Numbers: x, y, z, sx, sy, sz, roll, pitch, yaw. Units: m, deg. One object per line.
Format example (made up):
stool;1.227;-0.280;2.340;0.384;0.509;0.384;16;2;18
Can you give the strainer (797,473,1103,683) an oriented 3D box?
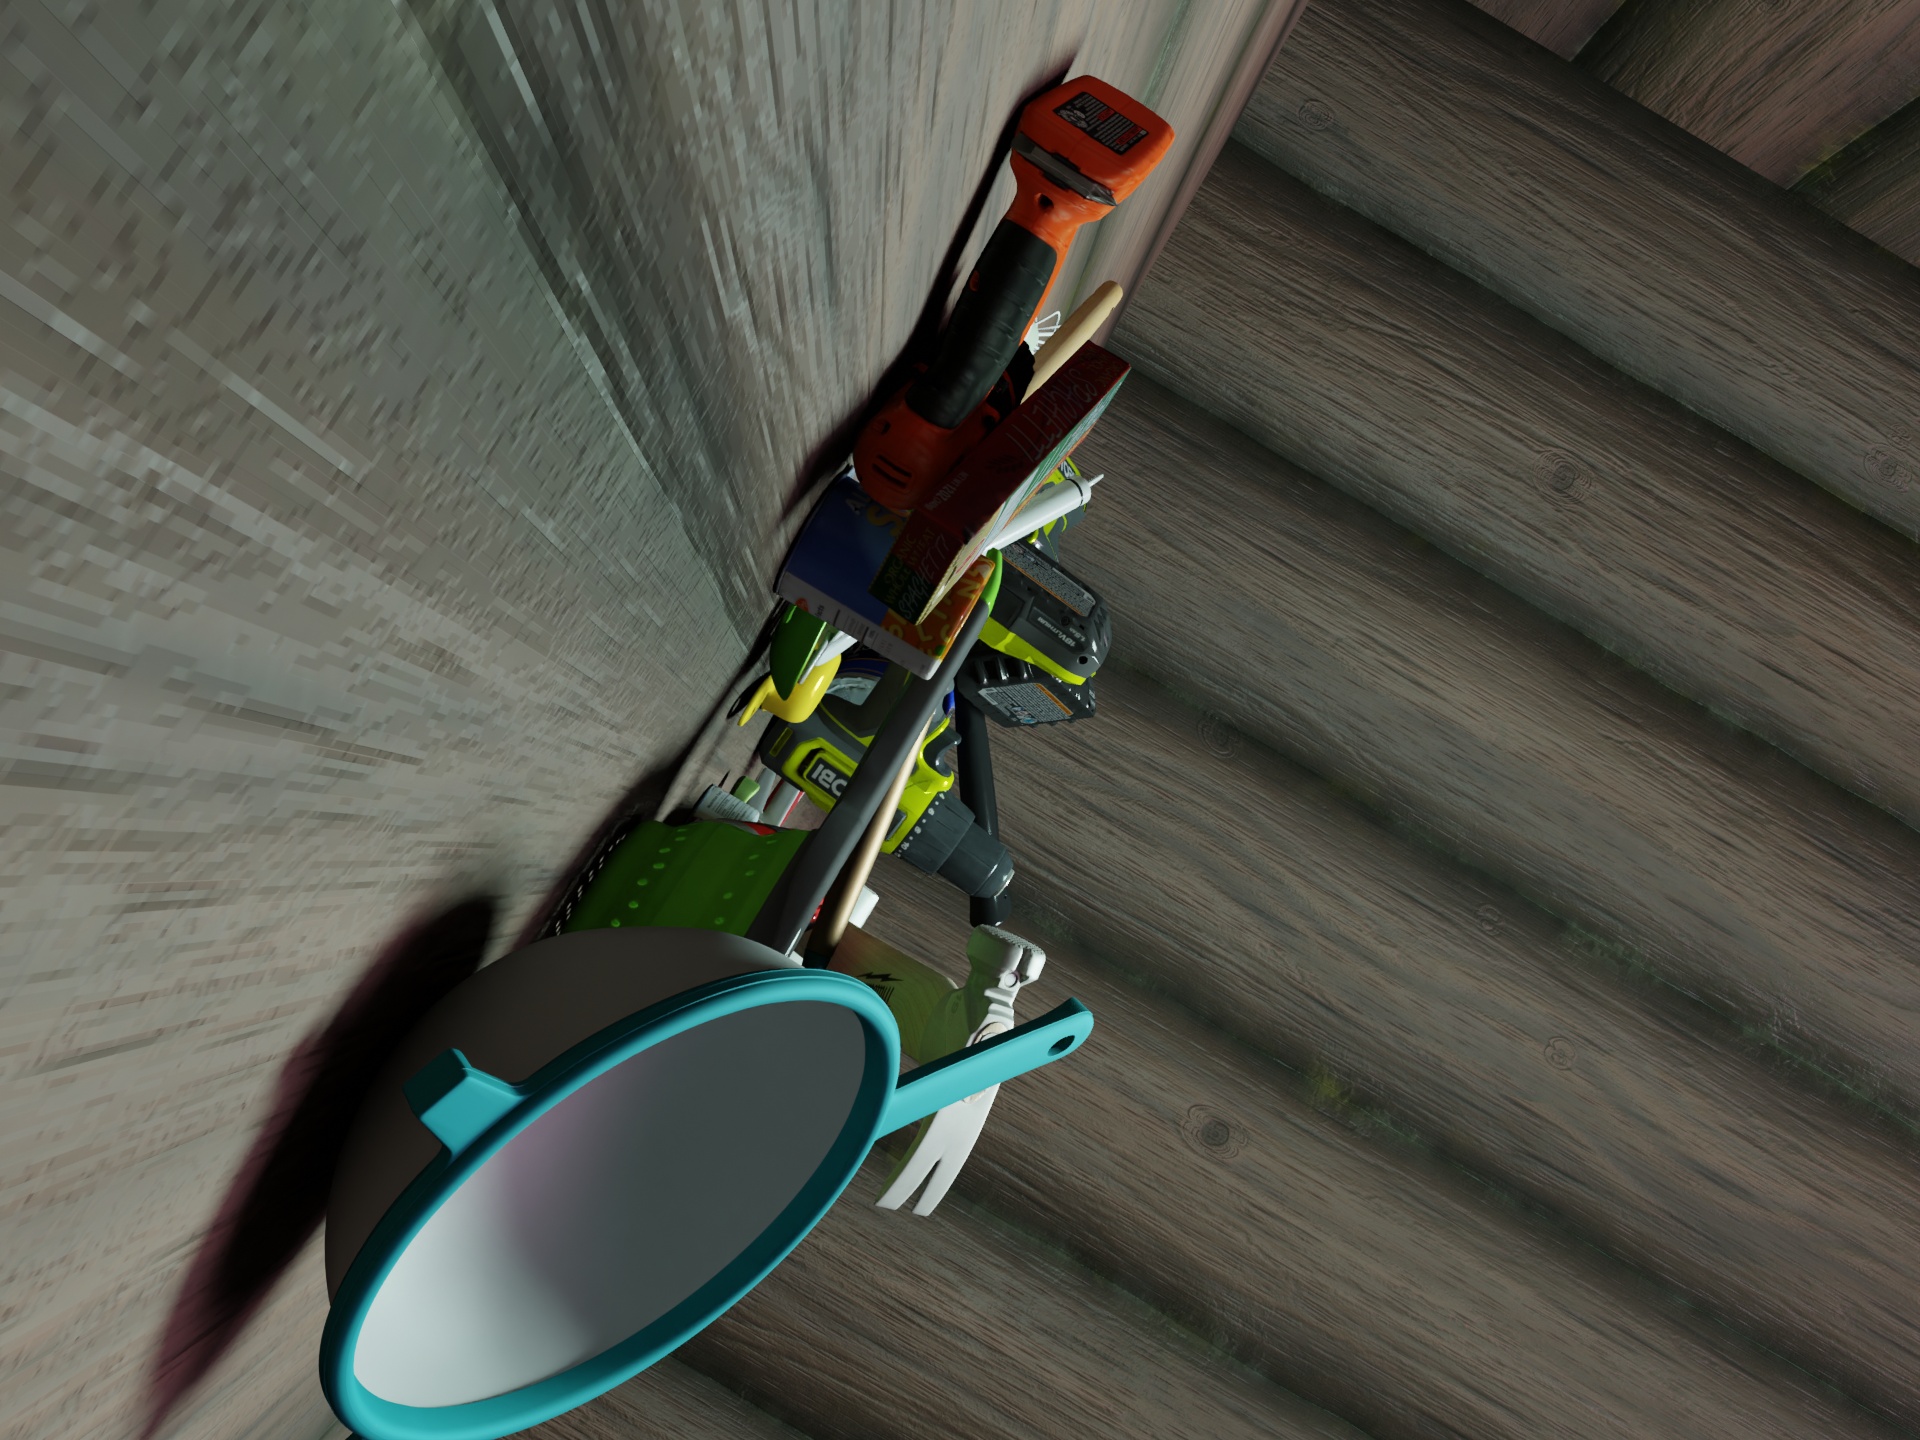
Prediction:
strainer;-0.007;-0.097;0.933;0.258;0.050;0.087;-31;172;-32

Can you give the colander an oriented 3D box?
colander;-0.099;0.050;0.772;0.397;0.094;0.204;-61;-179;-27

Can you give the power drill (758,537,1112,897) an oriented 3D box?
power drill;-0.002;-0.003;1.056;0.228;0.190;0.080;-53;-178;23

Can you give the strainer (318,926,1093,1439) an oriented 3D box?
strainer;-0.086;0.131;0.591;0.340;0.095;0.211;-10;134;-46

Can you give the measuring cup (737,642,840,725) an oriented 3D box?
measuring cup;-0.099;-0.014;0.912;0.062;0.029;0.156;-60;-178;14

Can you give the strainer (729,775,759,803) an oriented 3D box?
strainer;-0.175;0.152;1.033;0.256;0.069;0.151;-58;-179;20

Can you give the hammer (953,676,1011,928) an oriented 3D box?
hammer;0.005;-0.006;1.214;0.146;0.035;0.335;-22;107;-69

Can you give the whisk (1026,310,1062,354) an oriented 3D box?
whisk;0.036;-0.236;0.977;0.246;0.059;0.058;-44;122;-77

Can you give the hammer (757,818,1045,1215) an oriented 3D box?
hammer;-0.082;0.141;0.948;0.411;0.038;0.146;22;-90;62

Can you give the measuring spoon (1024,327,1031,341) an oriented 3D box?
measuring spoon;0.041;-0.247;0.848;0.034;0.018;0.124;-58;168;-69

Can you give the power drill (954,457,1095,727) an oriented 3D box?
power drill;0.046;-0.120;1.188;0.171;0.080;0.223;37;49;-61

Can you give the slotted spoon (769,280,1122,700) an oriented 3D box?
slotted spoon;-0.006;-0.134;0.856;0.314;0.031;0.070;-51;-177;-20

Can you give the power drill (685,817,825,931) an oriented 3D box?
power drill;-0.158;0.155;0.876;0.143;0.079;0.219;17;101;-60

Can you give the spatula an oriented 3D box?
spatula;-0.077;0.098;0.869;0.082;0.044;0.317;31;81;-60

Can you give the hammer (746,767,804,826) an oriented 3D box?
hammer;-0.108;0.000;1.376;0.143;0.038;0.386;-61;179;37
